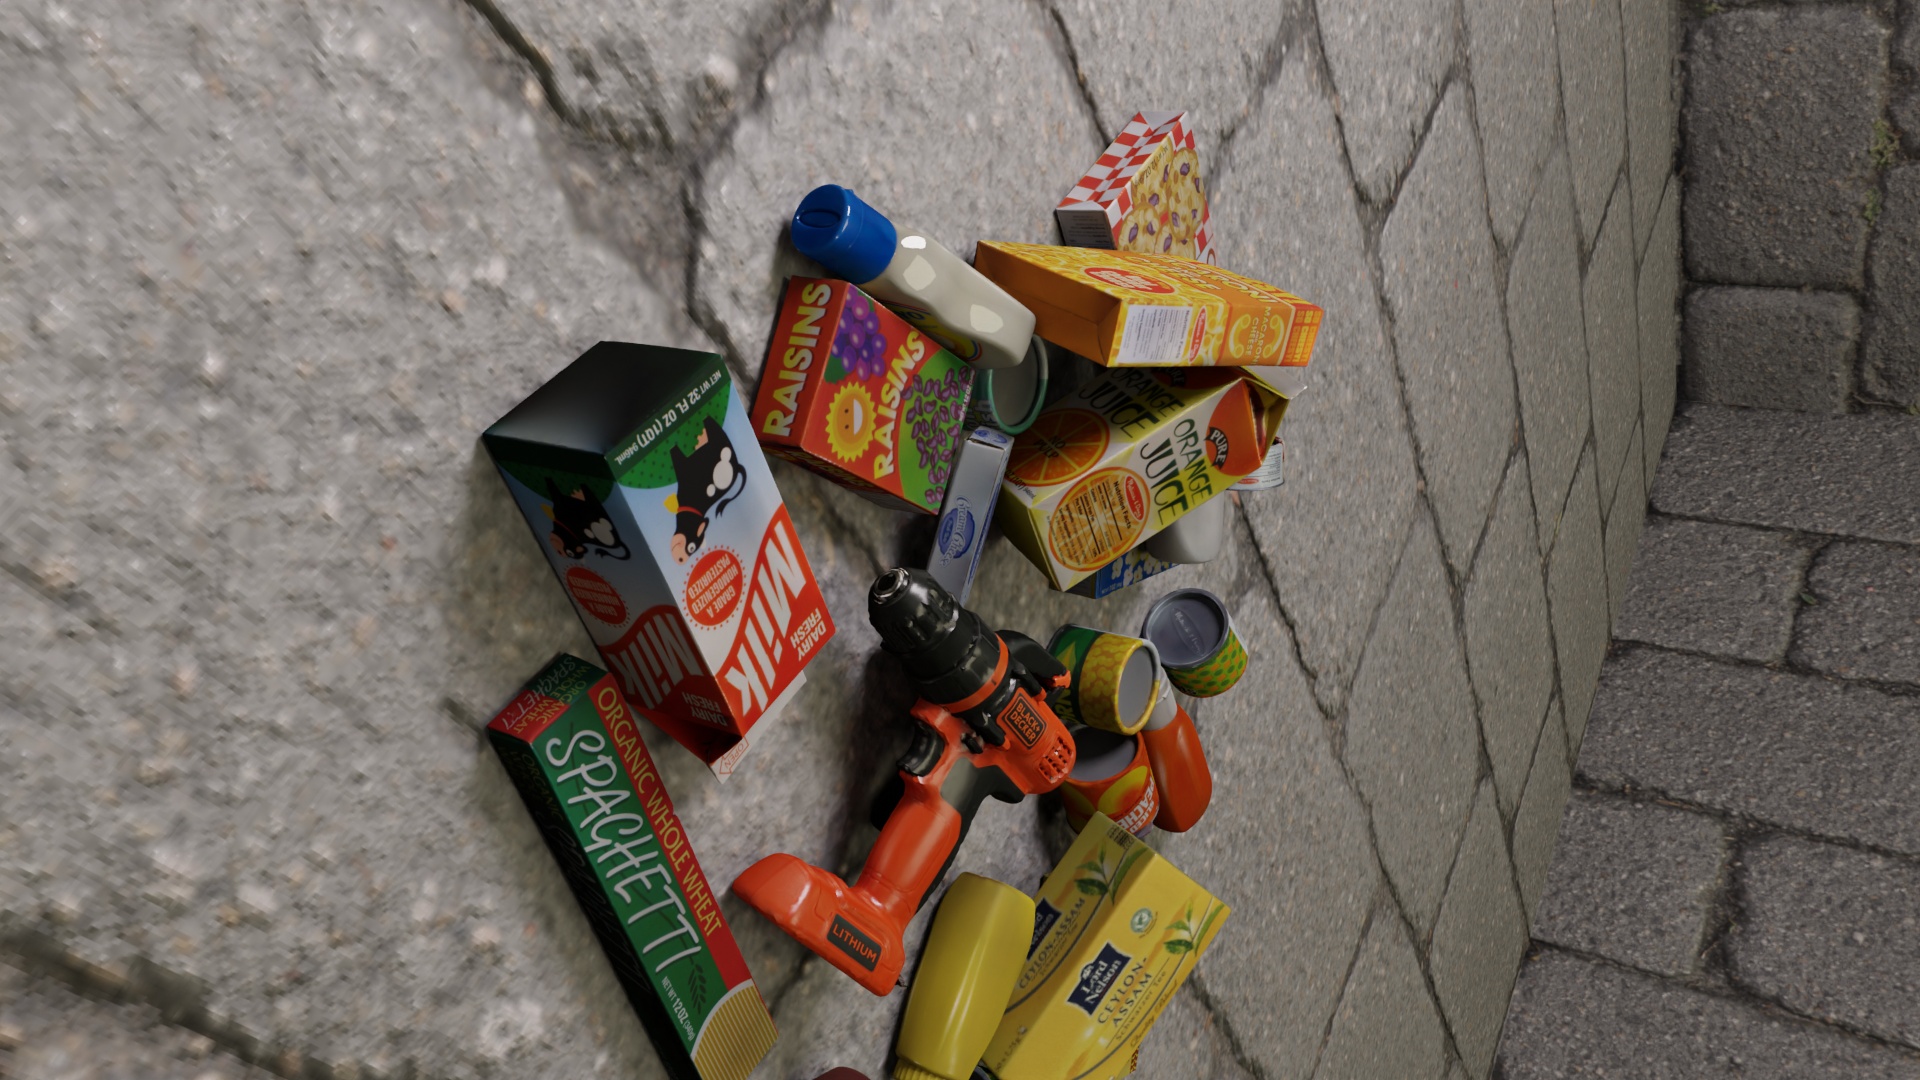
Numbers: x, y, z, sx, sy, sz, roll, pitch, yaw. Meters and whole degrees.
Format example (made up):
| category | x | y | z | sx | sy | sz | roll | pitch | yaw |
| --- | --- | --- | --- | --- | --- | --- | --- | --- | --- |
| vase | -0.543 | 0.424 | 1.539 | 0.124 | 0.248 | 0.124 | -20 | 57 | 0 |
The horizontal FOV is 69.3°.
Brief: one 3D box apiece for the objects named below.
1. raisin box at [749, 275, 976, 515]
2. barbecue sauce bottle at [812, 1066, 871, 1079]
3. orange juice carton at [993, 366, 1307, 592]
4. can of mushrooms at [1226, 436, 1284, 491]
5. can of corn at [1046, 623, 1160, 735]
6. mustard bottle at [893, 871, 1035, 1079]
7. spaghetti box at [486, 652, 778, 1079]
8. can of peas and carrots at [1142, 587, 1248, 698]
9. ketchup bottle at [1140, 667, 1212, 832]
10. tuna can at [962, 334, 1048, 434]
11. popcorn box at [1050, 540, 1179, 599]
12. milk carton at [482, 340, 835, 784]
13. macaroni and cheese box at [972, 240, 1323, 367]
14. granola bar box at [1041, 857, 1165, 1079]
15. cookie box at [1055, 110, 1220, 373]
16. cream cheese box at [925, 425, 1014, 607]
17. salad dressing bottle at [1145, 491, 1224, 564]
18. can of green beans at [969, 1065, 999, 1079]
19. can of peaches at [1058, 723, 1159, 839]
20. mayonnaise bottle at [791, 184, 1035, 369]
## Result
| category | x | y | z | sx | sy | sz | roll | pitch | yaw |
| --- | --- | --- | --- | --- | --- | --- | --- | --- | --- |
| raisin box | -0.047 | -0.070 | 0.703 | 0.123 | 0.040 | 0.086 | 26 | 78 | -57 |
| barbecue sauce bottle | -0.101 | 0.329 | 0.719 | 0.149 | 0.043 | 0.064 | -6 | 104 | -55 |
| orange juice carton | 0.112 | -0.059 | 0.835 | 0.193 | 0.072 | 0.072 | -32 | 130 | -11 |
| can of mushrooms | 0.215 | -0.062 | 1.072 | 0.071 | 0.071 | 0.033 | -24 | 117 | -51 |
| can of corn | 0.094 | 0.096 | 0.935 | 0.071 | 0.058 | 0.071 | -19 | 113 | -53 |
| mustard bottle | -0.005 | 0.285 | 0.845 | 0.065 | 0.049 | 0.161 | 46 | 61 | -47 |
| spaghetti box | -0.142 | 0.163 | 0.631 | 0.050 | 0.028 | 0.248 | -47 | 134 | -40 |
| can of peas and carrots | 0.176 | 0.080 | 1.048 | 0.058 | 0.071 | 0.071 | 50 | 58 | -50 |
| ketchup bottle | 0.154 | 0.154 | 1.052 | 0.065 | 0.043 | 0.148 | -54 | 138 | -35 |
| tuna can | 0.020 | -0.093 | 0.801 | 0.071 | 0.033 | 0.071 | -19 | 113 | -53 |
| popcorn box | 0.111 | -0.015 | 0.950 | 0.127 | 0.038 | 0.085 | -17 | 113 | -54 |
| milk carton | -0.115 | 0.016 | 0.593 | 0.073 | 0.073 | 0.189 | -51 | 137 | -36 |
| macaroni and cheese box | 0.107 | -0.136 | 0.797 | 0.167 | 0.124 | 0.040 | -6 | 117 | -38 |
| granola bar box | 0.095 | 0.315 | 1.009 | 0.124 | 0.039 | 0.165 | 4 | 95 | -55 |
| cookie box | 0.128 | -0.183 | 0.932 | 0.123 | 0.040 | 0.166 | -54 | 138 | -34 |
| cream cheese box | 0.003 | -0.010 | 0.770 | 0.053 | 0.024 | 0.103 | -57 | 164 | -76 |
| salad dressing bottle | 0.150 | -0.060 | 0.923 | 0.064 | 0.044 | 0.147 | -13 | 108 | -48 |
| can of green beans | 0.007 | 0.362 | 0.867 | 0.057 | 0.071 | 0.071 | 43 | 63 | -52 |
| can of peaches | 0.100 | 0.164 | 0.951 | 0.071 | 0.071 | 0.057 | -49 | 134 | -38 |
| mayonnaise bottle | -0.025 | -0.131 | 0.704 | 0.148 | 0.065 | 0.041 | 25 | 82 | -51 |
